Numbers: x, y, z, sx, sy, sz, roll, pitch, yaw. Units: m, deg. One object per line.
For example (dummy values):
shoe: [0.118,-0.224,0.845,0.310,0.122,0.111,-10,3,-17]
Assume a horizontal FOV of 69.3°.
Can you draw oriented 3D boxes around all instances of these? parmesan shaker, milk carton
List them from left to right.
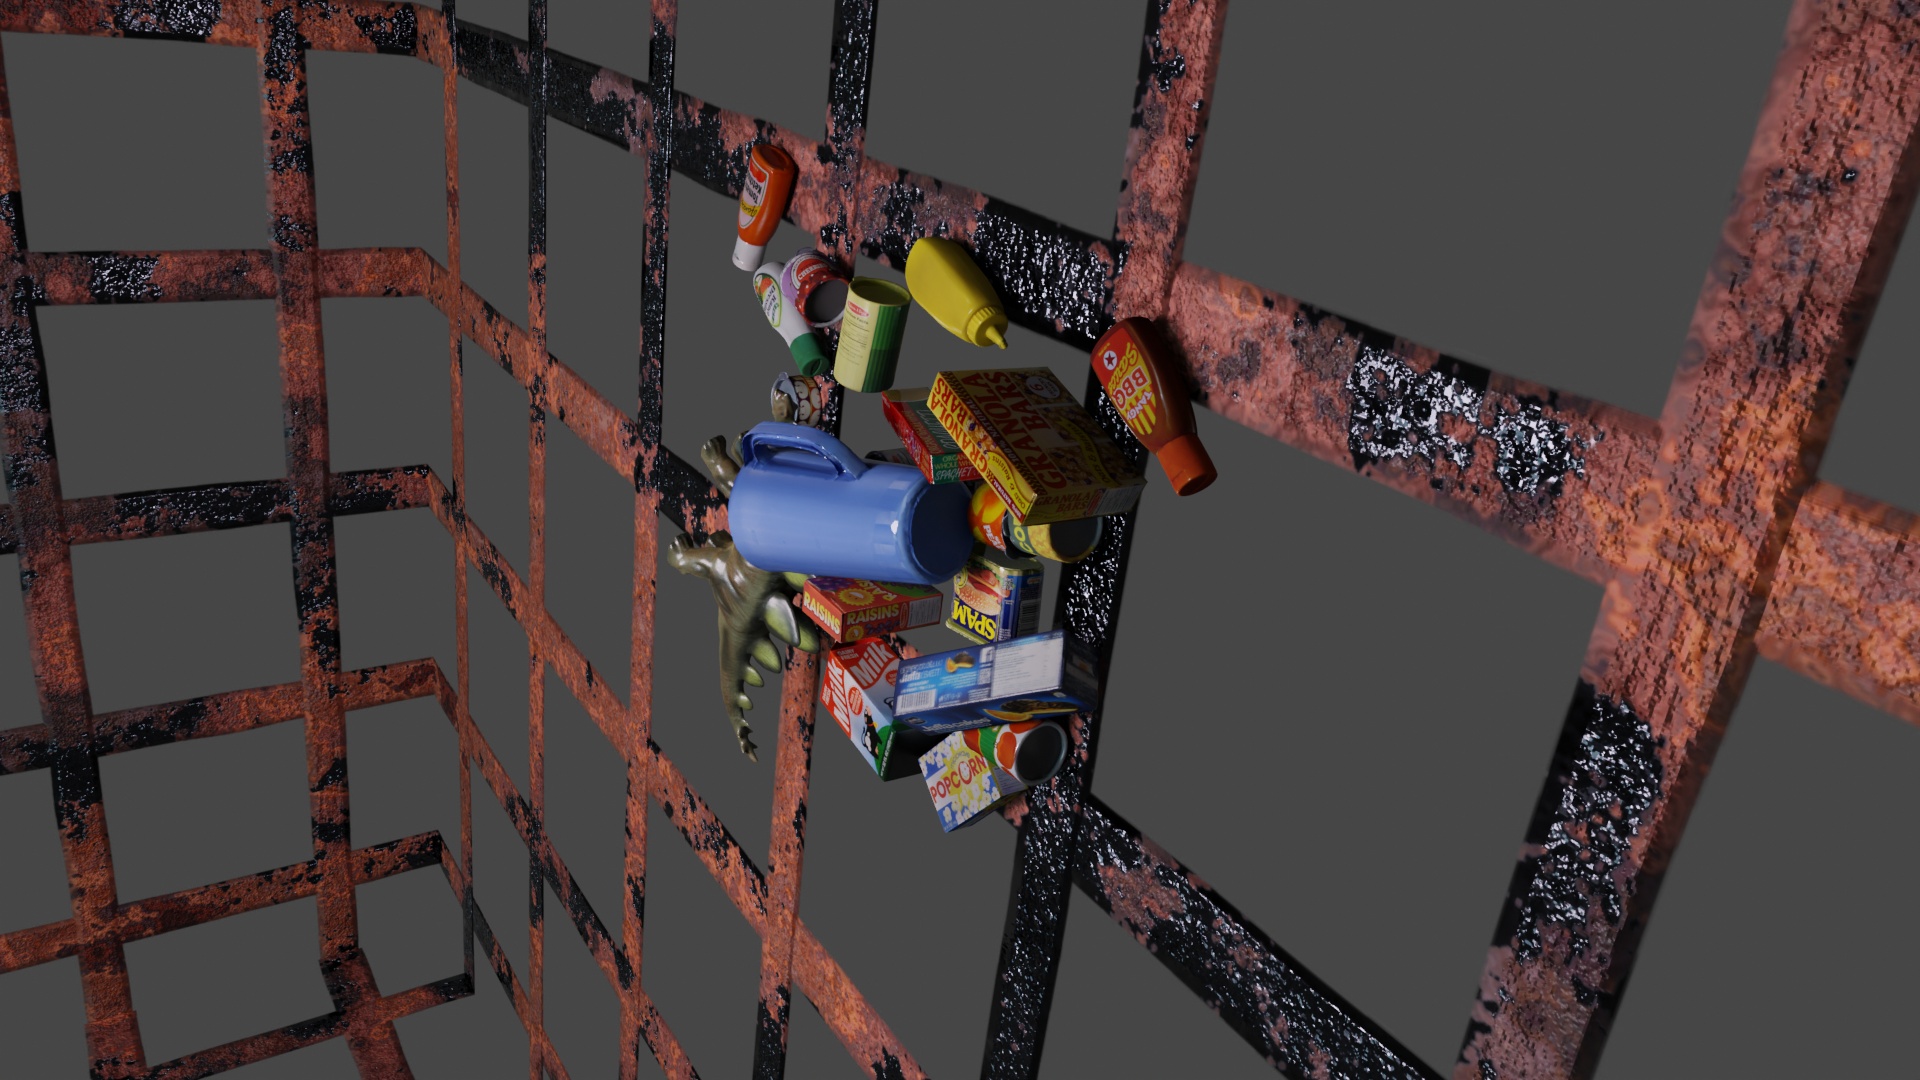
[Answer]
parmesan shaker: [-0.094,-0.216,1.456,0.071,0.071,0.102,46,133,41]
milk carton: [-0.095,0.174,1.538,0.191,0.074,0.072,44,131,42]

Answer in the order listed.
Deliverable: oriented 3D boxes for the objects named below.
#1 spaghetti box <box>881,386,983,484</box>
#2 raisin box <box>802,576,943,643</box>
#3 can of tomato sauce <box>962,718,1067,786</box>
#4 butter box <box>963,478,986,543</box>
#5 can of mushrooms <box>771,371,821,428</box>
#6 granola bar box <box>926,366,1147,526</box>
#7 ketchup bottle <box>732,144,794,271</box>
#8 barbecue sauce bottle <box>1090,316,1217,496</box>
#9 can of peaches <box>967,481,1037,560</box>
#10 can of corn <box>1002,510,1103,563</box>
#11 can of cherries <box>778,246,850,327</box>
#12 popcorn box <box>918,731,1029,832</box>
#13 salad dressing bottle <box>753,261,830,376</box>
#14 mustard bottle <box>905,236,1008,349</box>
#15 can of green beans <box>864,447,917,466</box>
spaghetti box: [-0.029,-0.103,1.322,0.251,0.050,0.028,-124,29,-67]
raisin box: [-0.093,0.065,1.465,0.086,0.124,0.040,35,126,48]
can of tomato sauce: [0.052,0.187,1.330,0.083,0.071,0.071,25,118,50]
butter box: [0.005,-0.017,1.392,0.053,0.024,0.103,23,116,51]
can of mushrooms: [-0.194,-0.165,1.644,0.071,0.033,0.071,19,113,54]
granola bar box: [0.064,-0.084,1.201,0.166,0.124,0.038,54,136,35]
ketchup bottle: [-0.237,-0.391,1.648,0.065,0.044,0.148,55,139,33]
barbecue sauce bottle: [0.160,-0.107,1.127,0.064,0.044,0.149,-50,57,47]
can of peaches: [0.047,-0.020,1.289,0.058,0.071,0.071,21,114,53]
can of corn: [0.082,-0.016,1.237,0.058,0.071,0.071,14,109,53]
can of cherries: [-0.159,-0.280,1.534,0.058,0.072,0.071,51,136,36]
popcorn box: [0.011,0.240,1.427,0.126,0.038,0.085,-45,60,50]
salad dressing bottle: [-0.195,-0.257,1.615,0.148,0.044,0.064,62,143,25]
mustard bottle: [0.004,-0.227,1.325,0.161,0.049,0.065,53,137,34]
can of green beans: [-0.063,-0.064,1.451,0.071,0.058,0.071,18,112,53]
